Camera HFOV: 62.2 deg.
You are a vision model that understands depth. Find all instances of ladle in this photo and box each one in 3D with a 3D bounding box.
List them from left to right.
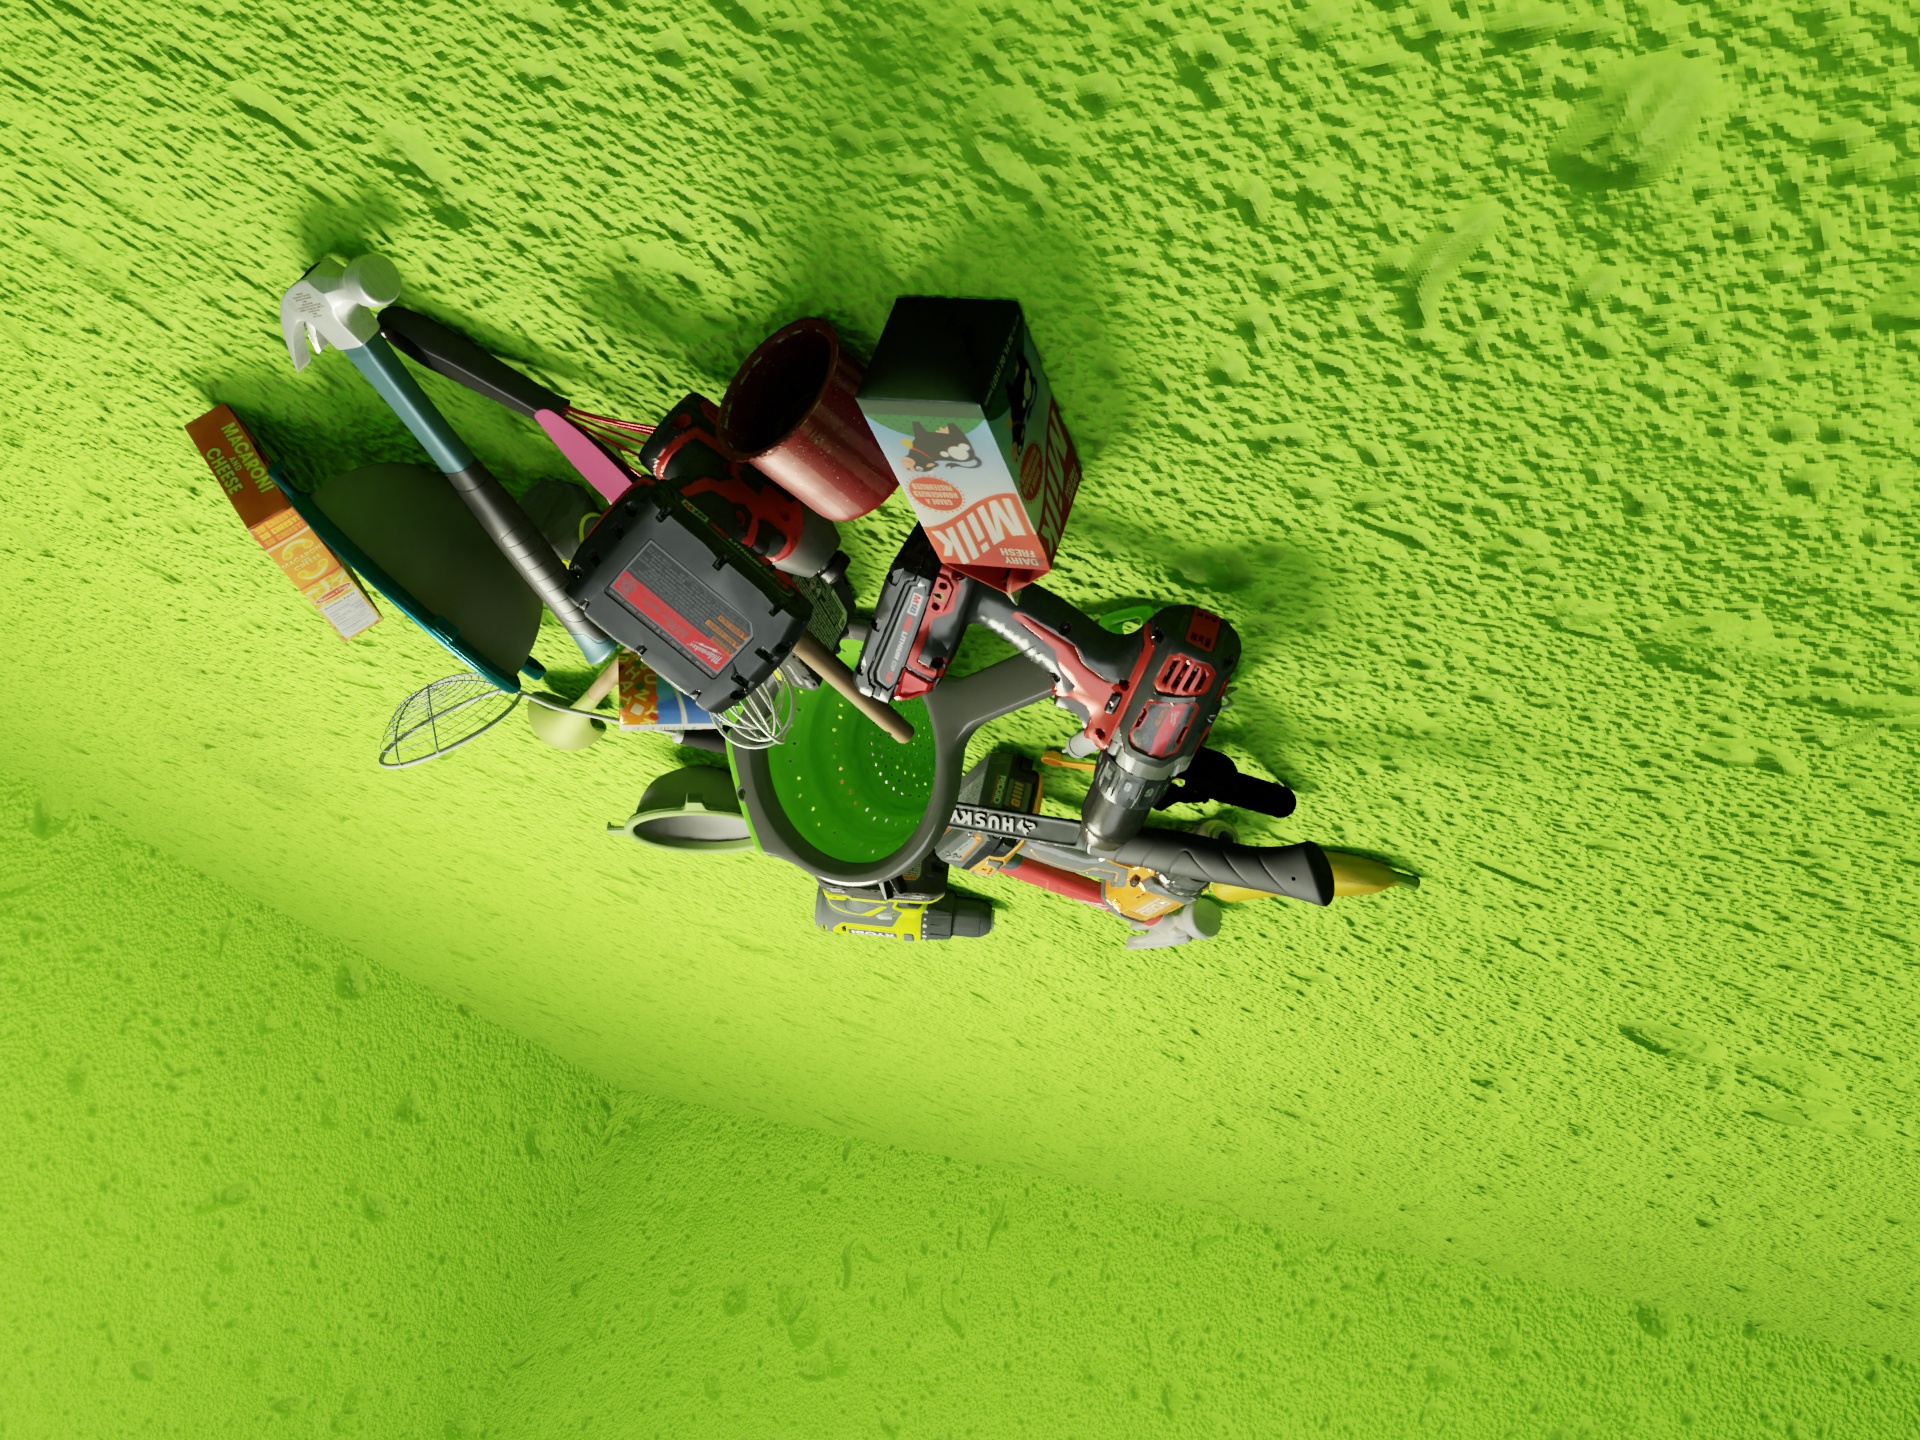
[{"bbox_3d":[-0.312,-0.043,1.412,0.078,0.062,0.320,26,149,-22],"label":"ladle"}]

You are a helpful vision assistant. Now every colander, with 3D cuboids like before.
[{"bbox_3d":[-0.002,-0.004,1.187,0.397,0.204,0.094,-22,171,35],"label":"colander"}]

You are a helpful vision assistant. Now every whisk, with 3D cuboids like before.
[{"bbox_3d":[-0.239,-0.186,1.022,0.295,0.073,0.073,28,155,-7],"label":"whisk"},{"bbox_3d":[-0.181,-0.085,1.051,0.246,0.058,0.059,57,-171,14],"label":"whisk"}]

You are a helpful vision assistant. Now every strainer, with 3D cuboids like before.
[{"bbox_3d":[-0.371,-0.108,1.237,0.211,0.095,0.340,41,175,14],"label":"strainer"},{"bbox_3d":[-0.218,0.093,1.617,0.256,0.069,0.151,16,154,-42],"label":"strainer"},{"bbox_3d":[0.126,-0.004,1.163,0.087,0.050,0.258,-19,174,-22],"label":"strainer"}]

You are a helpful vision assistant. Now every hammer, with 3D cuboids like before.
[{"bbox_3d":[-0.323,-0.159,1.054,0.128,0.033,0.330,5,140,38],"label":"hammer"},{"bbox_3d":[0.050,0.139,1.489,0.386,0.038,0.143,22,158,-21],"label":"hammer"},{"bbox_3d":[0.089,0.093,1.223,0.409,0.149,0.036,8,-168,33],"label":"hammer"}]

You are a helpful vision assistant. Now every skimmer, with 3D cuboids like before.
[{"bbox_3d":[-0.313,0.027,1.393,0.363,0.090,0.127,12,-172,-24],"label":"skimmer"}]

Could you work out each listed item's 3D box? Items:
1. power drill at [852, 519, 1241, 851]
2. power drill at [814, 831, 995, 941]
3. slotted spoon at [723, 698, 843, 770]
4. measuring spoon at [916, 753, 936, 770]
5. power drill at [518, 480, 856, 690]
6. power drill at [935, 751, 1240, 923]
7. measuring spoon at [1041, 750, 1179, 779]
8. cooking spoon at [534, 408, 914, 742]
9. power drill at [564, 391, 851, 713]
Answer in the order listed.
[{"bbox_3d":[0.050,-0.020,1.037,0.226,0.080,0.187,23,126,2],"label":"power drill"},{"bbox_3d":[-0.061,0.173,1.633,0.190,0.080,0.228,5,158,4],"label":"power drill"},{"bbox_3d":[-0.095,0.046,1.451,0.313,0.031,0.070,32,153,-33],"label":"slotted spoon"},{"bbox_3d":[-0.011,0.062,1.424,0.042,0.021,0.128,4,154,31],"label":"measuring spoon"},{"bbox_3d":[-0.198,-0.095,1.165,0.223,0.080,0.171,12,155,24],"label":"power drill"},{"bbox_3d":[0.112,0.101,1.357,0.226,0.084,0.185,20,154,-13],"label":"power drill"},{"bbox_3d":[0.122,0.036,1.291,0.117,0.011,0.021,7,163,17],"label":"measuring spoon"},{"bbox_3d":[-0.143,-0.087,1.011,0.318,0.017,0.069,43,163,-23],"label":"cooking spoon"},{"bbox_3d":[-0.130,-0.100,0.901,0.143,0.220,0.078,40,112,-15],"label":"power drill"}]
